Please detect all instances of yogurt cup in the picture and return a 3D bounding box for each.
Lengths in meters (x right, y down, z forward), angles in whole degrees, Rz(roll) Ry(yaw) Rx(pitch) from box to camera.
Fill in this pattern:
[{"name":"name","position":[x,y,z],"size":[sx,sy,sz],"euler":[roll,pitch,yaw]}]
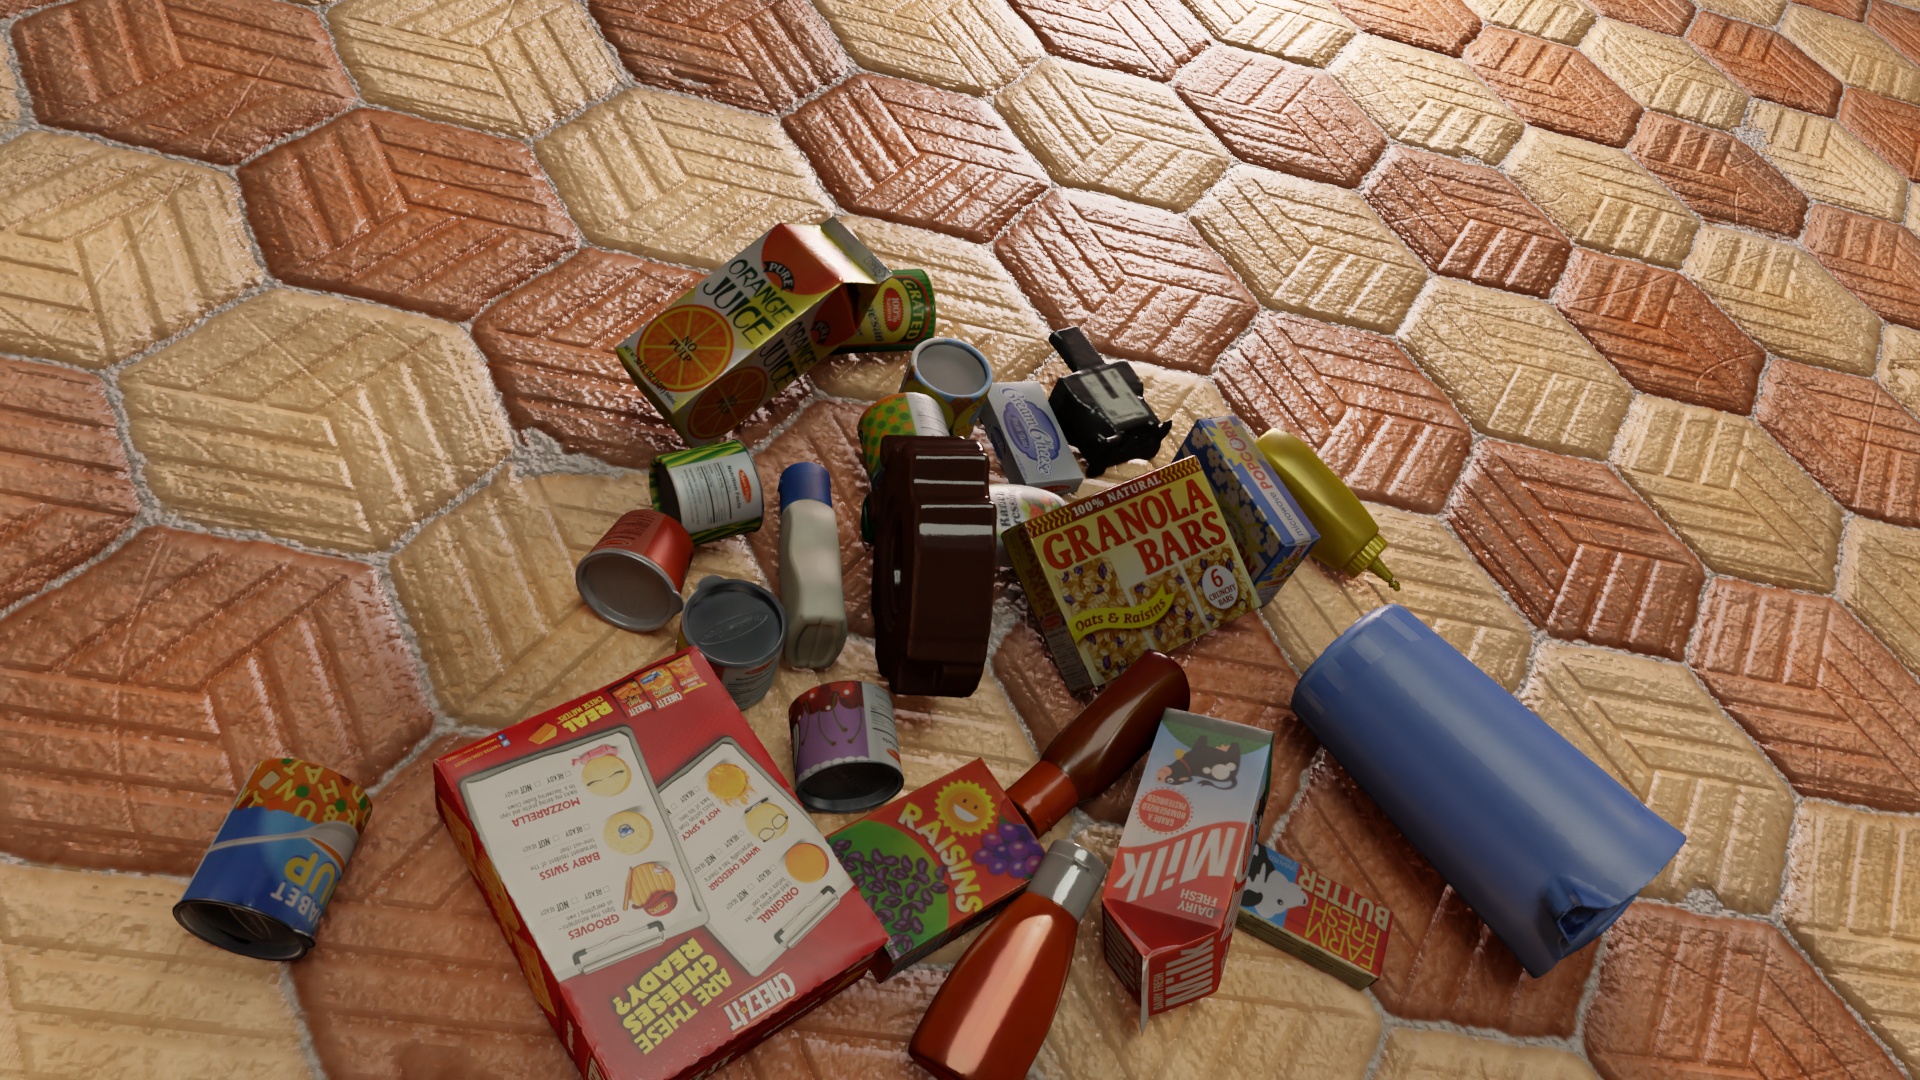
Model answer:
[{"name":"yogurt cup","position":[-0.207,0.017,0.897],"size":[0.072,0.072,0.054],"euler":[20,41,-3]}]

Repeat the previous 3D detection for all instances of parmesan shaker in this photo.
[{"name":"parmesan shaker","position":[-0.079,-0.177,1.096],"size":[0.103,0.071,0.071],"euler":[-7,56,-23]}]

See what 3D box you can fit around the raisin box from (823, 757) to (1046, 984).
[{"name":"raisin box","position":[-0.017,0.195,0.835],"size":[0.124,0.039,0.086],"euler":[-21,61,-32]}]

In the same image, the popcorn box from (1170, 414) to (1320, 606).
[{"name":"popcorn box","position":[0.208,-0.021,1.056],"size":[0.038,0.084,0.127],"euler":[-12,57,-28]}]

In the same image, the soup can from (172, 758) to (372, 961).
[{"name":"soup can","position":[-0.353,0.166,0.723],"size":[0.071,0.071,0.084],"euler":[16,49,-6]}]

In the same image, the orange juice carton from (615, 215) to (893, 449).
[{"name":"orange juice carton","position":[-0.144,-0.157,1.001],"size":[0.193,0.072,0.072],"euler":[-40,71,-10]}]

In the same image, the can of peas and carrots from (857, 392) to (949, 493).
[{"name":"can of peas and carrots","position":[-0.041,-0.065,1.020],"size":[0.071,0.070,0.059],"euler":[-2,53,-20]}]

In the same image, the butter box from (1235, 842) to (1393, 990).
[{"name":"butter box","position":[0.223,0.240,0.892],"size":[0.103,0.024,0.053],"euler":[26,50,3]}]

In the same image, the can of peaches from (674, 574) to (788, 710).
[{"name":"can of peaches","position":[-0.148,0.065,0.881],"size":[0.071,0.057,0.071],"euler":[9,51,-11]}]

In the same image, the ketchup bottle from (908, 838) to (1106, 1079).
[{"name":"ketchup bottle","position":[0.034,0.241,0.789],"size":[0.065,0.043,0.149],"euler":[34,65,1]}]

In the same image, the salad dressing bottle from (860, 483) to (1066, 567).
[{"name":"salad dressing bottle","position":[0.004,-0.013,1.005],"size":[0.148,0.043,0.064],"euler":[2,53,-17]}]

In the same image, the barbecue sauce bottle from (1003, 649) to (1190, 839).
[{"name":"barbecue sauce bottle","position":[0.089,0.136,0.907],"size":[0.044,0.064,0.149],"euler":[32,55,33]}]

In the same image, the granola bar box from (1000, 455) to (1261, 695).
[{"name":"granola bar box","position":[0.124,0.022,0.995],"size":[0.166,0.039,0.124],"euler":[-21,86,-32]}]

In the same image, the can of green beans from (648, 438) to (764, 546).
[{"name":"can of green beans","position":[-0.173,-0.031,0.944],"size":[0.058,0.071,0.071],"euler":[-15,59,-28]}]

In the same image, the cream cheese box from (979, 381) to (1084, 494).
[{"name":"cream cheese box","position":[0.053,-0.080,1.089],"size":[0.053,0.024,0.104],"euler":[-6,55,-25]}]

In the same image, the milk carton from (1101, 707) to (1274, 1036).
[{"name":"milk carton","position":[0.136,0.201,0.849],"size":[0.073,0.072,0.191],"euler":[11,47,19]}]

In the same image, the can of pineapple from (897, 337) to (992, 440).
[{"name":"can of pineapple","position":[-0.012,-0.113,1.071],"size":[0.071,0.057,0.071],"euler":[10,50,-12]}]

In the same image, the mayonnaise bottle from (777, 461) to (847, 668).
[{"name":"mayonnaise bottle","position":[-0.102,0.011,0.940],"size":[0.041,0.064,0.149],"euler":[5,48,-15]}]

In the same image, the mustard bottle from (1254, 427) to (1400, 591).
[{"name":"mustard bottle","position":[0.287,-0.017,1.098],"size":[0.160,0.065,0.049],"euler":[45,58,11]}]

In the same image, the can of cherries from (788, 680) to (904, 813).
[{"name":"can of cherries","position":[-0.074,0.128,0.853],"size":[0.071,0.071,0.058],"euler":[2,52,-18]}]
